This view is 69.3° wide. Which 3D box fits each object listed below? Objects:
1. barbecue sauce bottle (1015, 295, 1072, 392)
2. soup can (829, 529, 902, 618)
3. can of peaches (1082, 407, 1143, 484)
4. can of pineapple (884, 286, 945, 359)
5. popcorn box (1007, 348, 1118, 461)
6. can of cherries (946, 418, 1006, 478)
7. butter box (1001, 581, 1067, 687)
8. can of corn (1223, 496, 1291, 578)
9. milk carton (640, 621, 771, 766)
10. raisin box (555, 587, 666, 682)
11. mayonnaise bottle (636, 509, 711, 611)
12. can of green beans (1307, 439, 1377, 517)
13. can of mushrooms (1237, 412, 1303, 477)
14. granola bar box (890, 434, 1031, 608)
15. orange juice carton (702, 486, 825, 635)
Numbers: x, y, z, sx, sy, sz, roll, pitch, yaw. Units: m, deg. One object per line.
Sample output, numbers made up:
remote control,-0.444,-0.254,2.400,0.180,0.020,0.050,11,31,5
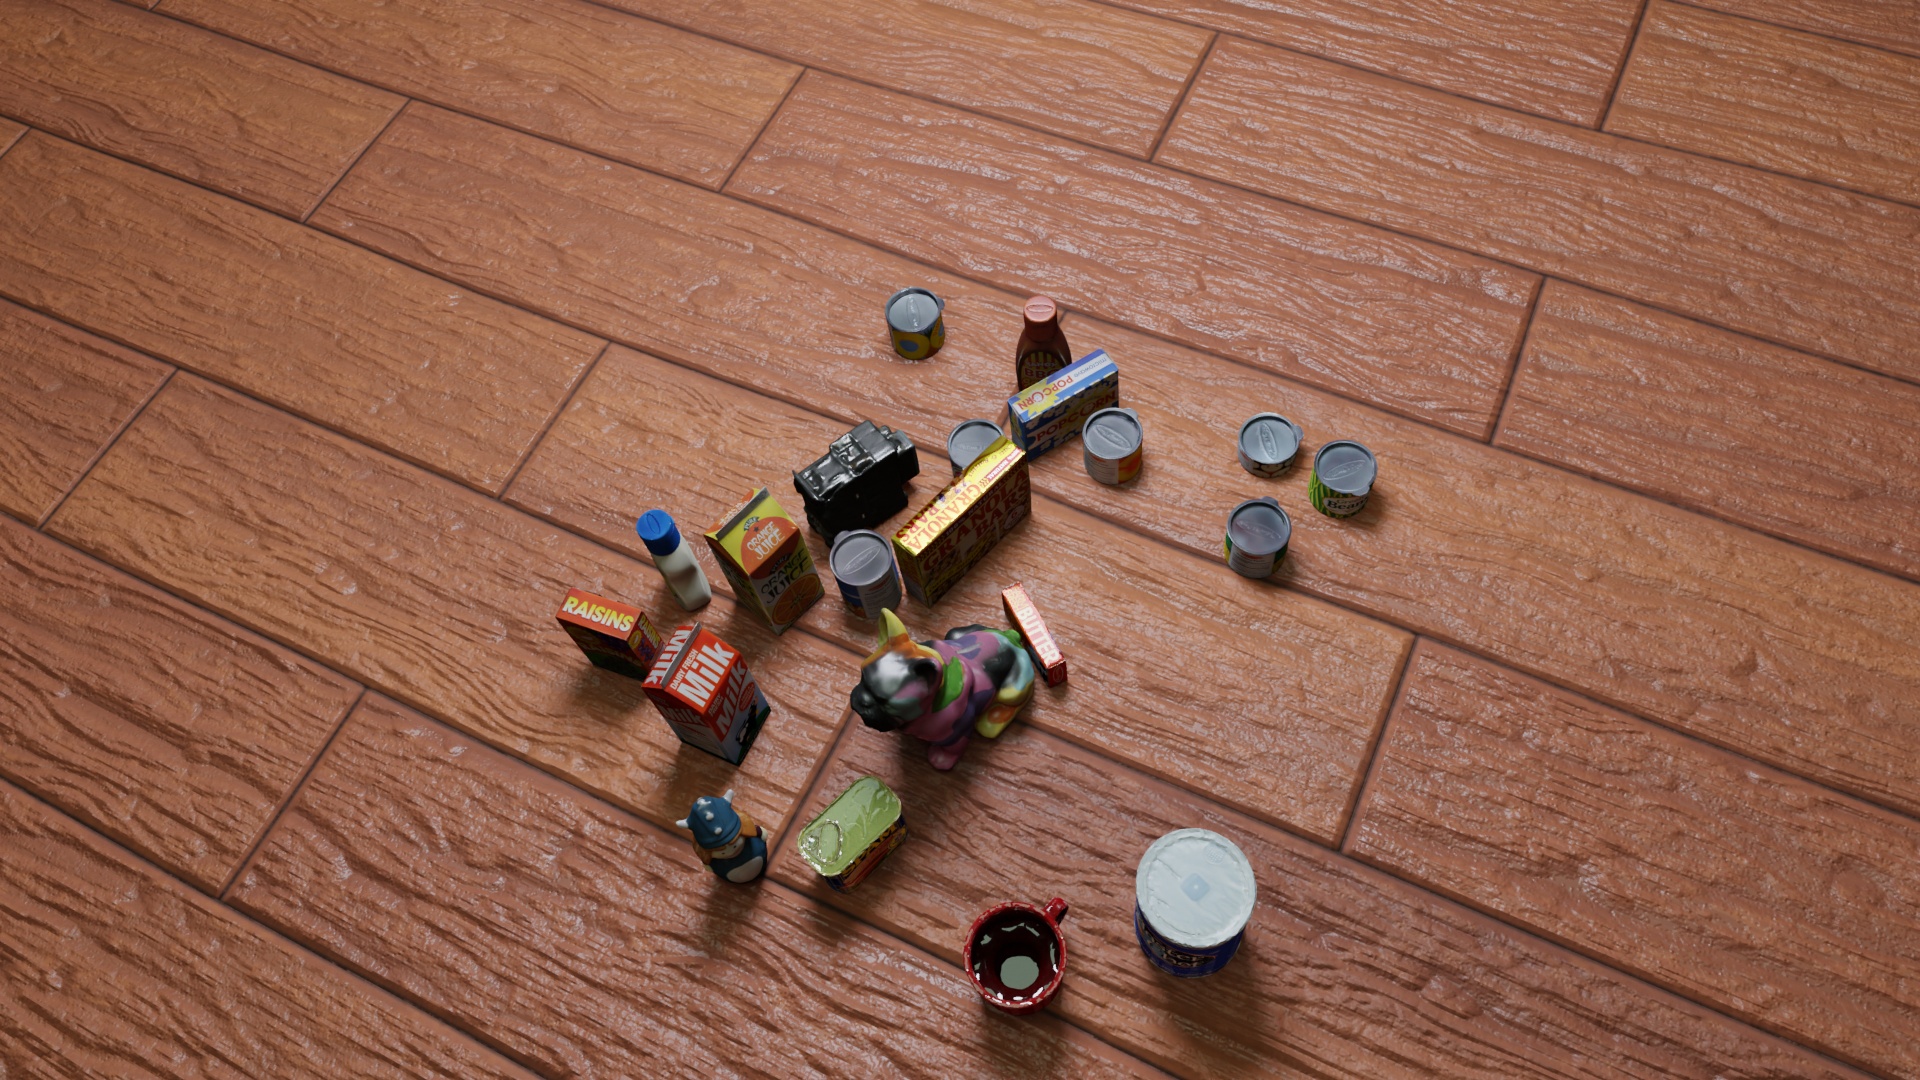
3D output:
barbecue sauce bottle,0.092,-0.215,1.553,0.065,0.148,0.044,2,62,7
soup can,-0.101,0.035,1.473,0.071,0.083,0.071,-2,62,5
can of peaches,0.170,-0.105,1.536,0.071,0.057,0.071,-2,61,5
can of pineapple,-0.051,-0.256,1.641,0.071,0.057,0.071,-2,61,5
popcorn box,0.116,-0.151,1.551,0.127,0.085,0.038,-30,63,-10
can of cherries,0.020,-0.090,1.543,0.071,0.058,0.072,-2,61,5
butter box,0.076,0.098,1.438,0.024,0.053,0.104,-26,62,-8
can of corn,0.314,-0.003,1.466,0.071,0.058,0.071,-2,61,5
milk carton,-0.252,0.148,1.366,0.073,0.189,0.072,20,66,16
raisin box,-0.356,0.101,1.440,0.086,0.123,0.040,17,65,14
mayonnaise bottle,-0.304,0.018,1.466,0.041,0.147,0.065,-29,63,-10
can of green beans,0.409,-0.066,1.490,0.071,0.057,0.071,-2,61,5
can of mushrooms,0.342,-0.105,1.533,0.071,0.033,0.071,-2,61,5
granola bar box,0.005,-0.018,1.468,0.039,0.123,0.166,39,72,23
orange juice carton,-0.205,0.015,1.432,0.073,0.191,0.072,38,72,23
